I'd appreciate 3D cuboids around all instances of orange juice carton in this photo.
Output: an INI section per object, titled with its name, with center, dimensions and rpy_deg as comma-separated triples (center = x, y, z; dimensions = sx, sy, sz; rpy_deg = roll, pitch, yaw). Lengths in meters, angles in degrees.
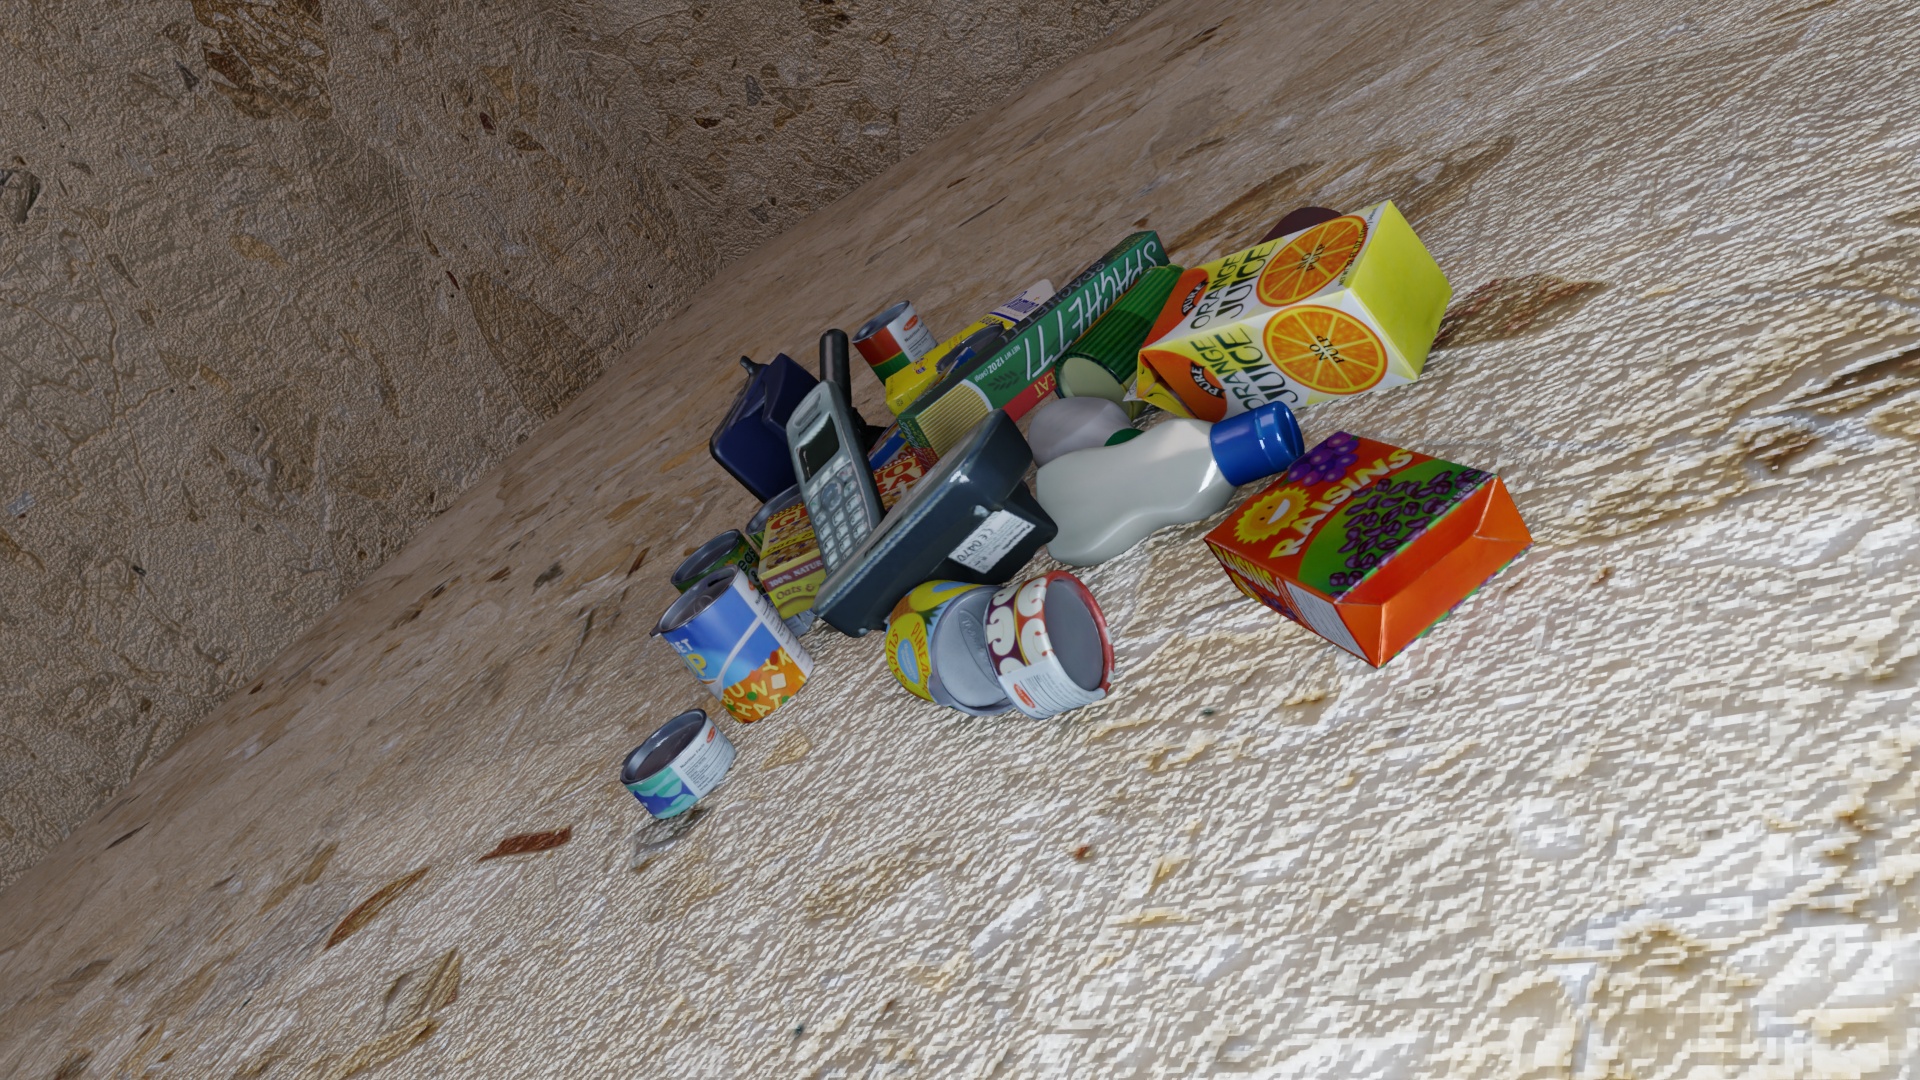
[orange juice carton]
center = 0.177, -0.123, 0.808
dimensions = 0.192, 0.073, 0.072
rpy_deg = -10, 44, 51

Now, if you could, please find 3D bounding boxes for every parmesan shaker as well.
[parmesan shaker]
center = 0.119, -0.133, 0.948
dimensions = 0.103, 0.071, 0.071
rpy_deg = -46, 21, -28

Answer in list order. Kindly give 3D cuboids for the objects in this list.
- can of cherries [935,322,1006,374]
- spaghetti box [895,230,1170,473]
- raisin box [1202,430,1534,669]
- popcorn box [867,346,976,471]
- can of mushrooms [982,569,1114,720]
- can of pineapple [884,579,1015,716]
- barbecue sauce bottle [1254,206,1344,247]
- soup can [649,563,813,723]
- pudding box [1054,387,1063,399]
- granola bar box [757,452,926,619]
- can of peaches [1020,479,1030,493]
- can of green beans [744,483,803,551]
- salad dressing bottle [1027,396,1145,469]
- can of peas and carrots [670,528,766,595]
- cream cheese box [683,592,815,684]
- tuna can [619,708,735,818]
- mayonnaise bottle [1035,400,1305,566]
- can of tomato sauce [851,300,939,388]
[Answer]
[can of cherries]
center = 0.022, -0.134, 1.134
dimensions = 0.071, 0.058, 0.072
rpy_deg = -32, 20, 13
[spaghetti box]
center = 0.060, -0.136, 0.976
dimensions = 0.251, 0.050, 0.028
rpy_deg = -40, 24, -24
[raisin box]
center = 0.171, -0.001, 0.603
dimensions = 0.086, 0.040, 0.123
rpy_deg = -38, 19, -4
[popcorn box]
center = -0.030, -0.085, 1.088
dimensions = 0.126, 0.038, 0.085
rpy_deg = -41, 11, 38
[can of mushrooms]
center = 0.043, 0.047, 0.661
dimensions = 0.033, 0.071, 0.071
rpy_deg = -23, 23, 31
[can of pineapple]
center = 0.000, 0.055, 0.716
dimensions = 0.071, 0.071, 0.058
rpy_deg = -43, 19, -20
[barbecue sauce bottle]
center = 0.199, -0.165, 0.932
dimensions = 0.149, 0.043, 0.065
rpy_deg = -44, 25, -21
[soup can]
center = -0.148, 0.069, 0.905
dimensions = 0.071, 0.083, 0.071
rpy_deg = -32, 19, 13
[pudding box]
center = 0.109, -0.139, 1.042
dimensions = 0.083, 0.030, 0.050
rpy_deg = -24, 22, 31
[granola bar box]
center = -0.056, -0.014, 0.973
dimensions = 0.165, 0.039, 0.124
rpy_deg = -24, 20, 4
[can of peaches]
center = 0.003, -0.011, 0.865
dimensions = 0.071, 0.071, 0.058
rpy_deg = -17, 27, 43
[can of green beans]
center = -0.123, -0.005, 1.074
dimensions = 0.071, 0.057, 0.071
rpy_deg = -31, 20, 13
[salad dressing bottle]
center = 0.089, -0.057, 0.866
dimensions = 0.064, 0.044, 0.148
rpy_deg = -38, 21, -7
[can of peas and carrots]
center = -0.180, 0.033, 1.081
dimensions = 0.071, 0.058, 0.071
rpy_deg = -31, 20, 13
[cream cheese box]
center = -0.149, 0.063, 1.010
dimensions = 0.103, 0.024, 0.053
rpy_deg = -27, 22, 22
[tuna can]
center = -0.178, 0.140, 0.867
dimensions = 0.071, 0.032, 0.071
rpy_deg = -31, 20, 13
[mayonnaise bottle]
center = 0.112, -0.034, 0.755
dimensions = 0.148, 0.041, 0.065
rpy_deg = -20, 66, 31
[can of tomato sauce]
center = -0.054, -0.173, 1.311
dimensions = 0.071, 0.083, 0.071
rpy_deg = -32, 19, 13
